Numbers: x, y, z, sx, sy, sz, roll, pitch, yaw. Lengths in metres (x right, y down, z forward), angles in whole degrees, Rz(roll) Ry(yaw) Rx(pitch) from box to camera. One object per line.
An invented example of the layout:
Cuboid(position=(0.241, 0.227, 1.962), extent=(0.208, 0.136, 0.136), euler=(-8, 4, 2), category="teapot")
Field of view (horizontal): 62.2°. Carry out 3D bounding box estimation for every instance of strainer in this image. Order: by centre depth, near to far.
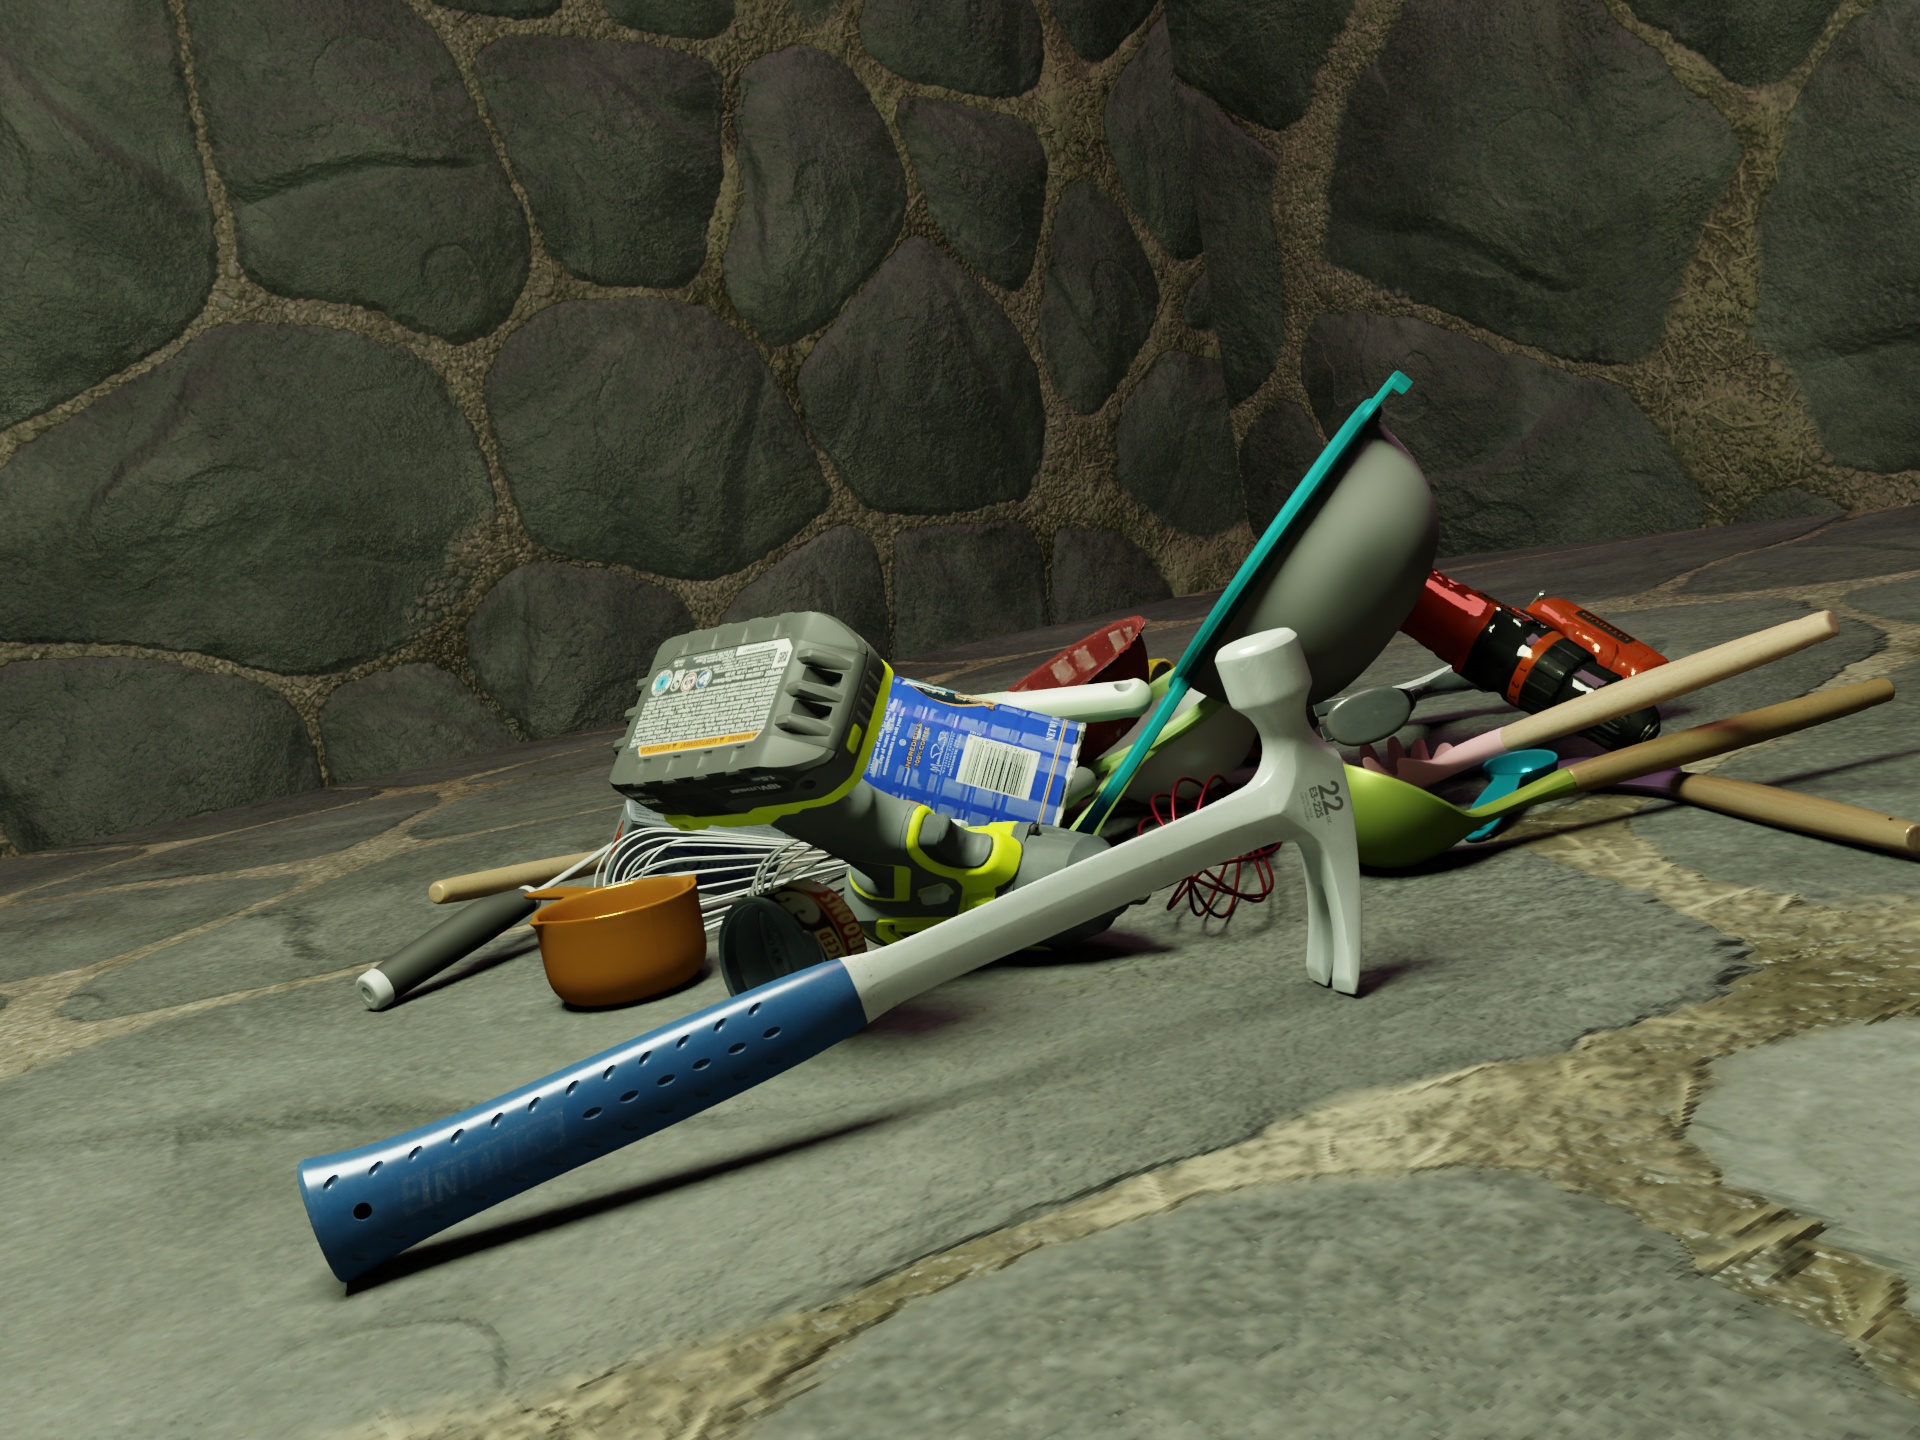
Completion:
Cuboid(position=(0.185, -0.029, 0.945), extent=(0.340, 0.095, 0.211), euler=(-55, -7, -11), category="strainer")
Cuboid(position=(0.135, 0.038, 1.056), extent=(0.151, 0.069, 0.256), euler=(-29, 12, 38), category="strainer")

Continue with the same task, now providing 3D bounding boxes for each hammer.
Cuboid(position=(-0.027, 0.100, 0.580), extent=(0.405, 0.144, 0.035), euler=(-21, 7, -17), category="hammer")
Cuboid(position=(0.285, -0.012, 1.057), extent=(0.149, 0.036, 0.409), euler=(-19, -4, 21), category="hammer")

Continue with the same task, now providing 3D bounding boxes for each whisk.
Cuboid(position=(0.148, 0.057, 0.862), extent=(0.073, 0.073, 0.296), euler=(-8, 0, 18), category="whisk")
Cuboid(position=(-0.019, 0.072, 0.951), extent=(0.239, 0.055, 0.055), euler=(-19, 9, -25), category="whisk")
Cuboid(position=(-0.080, 0.085, 0.975), extent=(0.284, 0.070, 0.070), euler=(-7, 5, -17), category="whisk")
Cuboid(position=(-0.002, -0.003, 1.004), extent=(0.246, 0.059, 0.058), euler=(-6, 28, 12), category="whisk")

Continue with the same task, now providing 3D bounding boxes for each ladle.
Cuboid(position=(0.335, 0.013, 0.823), extent=(0.320, 0.062, 0.078), euler=(-15, -5, -7), category="ladle")

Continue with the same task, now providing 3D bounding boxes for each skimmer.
Cuboid(position=(-0.221, 0.113, 1.042), extent=(0.127, 0.090, 0.363), euler=(-37, -2, 42), category="skimmer")

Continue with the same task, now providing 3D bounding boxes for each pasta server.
Cuboid(position=(0.321, -0.005, 0.874), extent=(0.060, 0.040, 0.316), euler=(-15, -9, -39), category="pasta server")

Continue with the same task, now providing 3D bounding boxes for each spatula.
Cuboid(position=(0.386, 0.036, 0.815), extent=(0.060, 0.018, 0.316), euler=(-10, 5, -3), category="spatula")

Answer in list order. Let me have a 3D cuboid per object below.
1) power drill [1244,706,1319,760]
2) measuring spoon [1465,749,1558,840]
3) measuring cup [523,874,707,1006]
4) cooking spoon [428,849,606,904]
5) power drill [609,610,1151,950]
Cuboid(position=(0.168, -0.004, 1.286), extent=(0.226, 0.084, 0.185), euler=(-13, 3, 22), category="power drill")
Cuboid(position=(0.303, 0.048, 0.887), extent=(0.042, 0.021, 0.128), euler=(-7, 16, 35), category="measuring spoon")
Cuboid(position=(-0.203, 0.121, 0.883), extent=(0.095, 0.052, 0.174), euler=(-15, 6, -34), category="measuring cup")
Cuboid(position=(-0.258, 0.100, 1.104), extent=(0.068, 0.017, 0.319), euler=(-34, -10, 19), category="cooking spoon")
Cuboid(position=(-0.031, 0.042, 0.727), extent=(0.171, 0.080, 0.223), euler=(-7, -33, 41), category="power drill")
